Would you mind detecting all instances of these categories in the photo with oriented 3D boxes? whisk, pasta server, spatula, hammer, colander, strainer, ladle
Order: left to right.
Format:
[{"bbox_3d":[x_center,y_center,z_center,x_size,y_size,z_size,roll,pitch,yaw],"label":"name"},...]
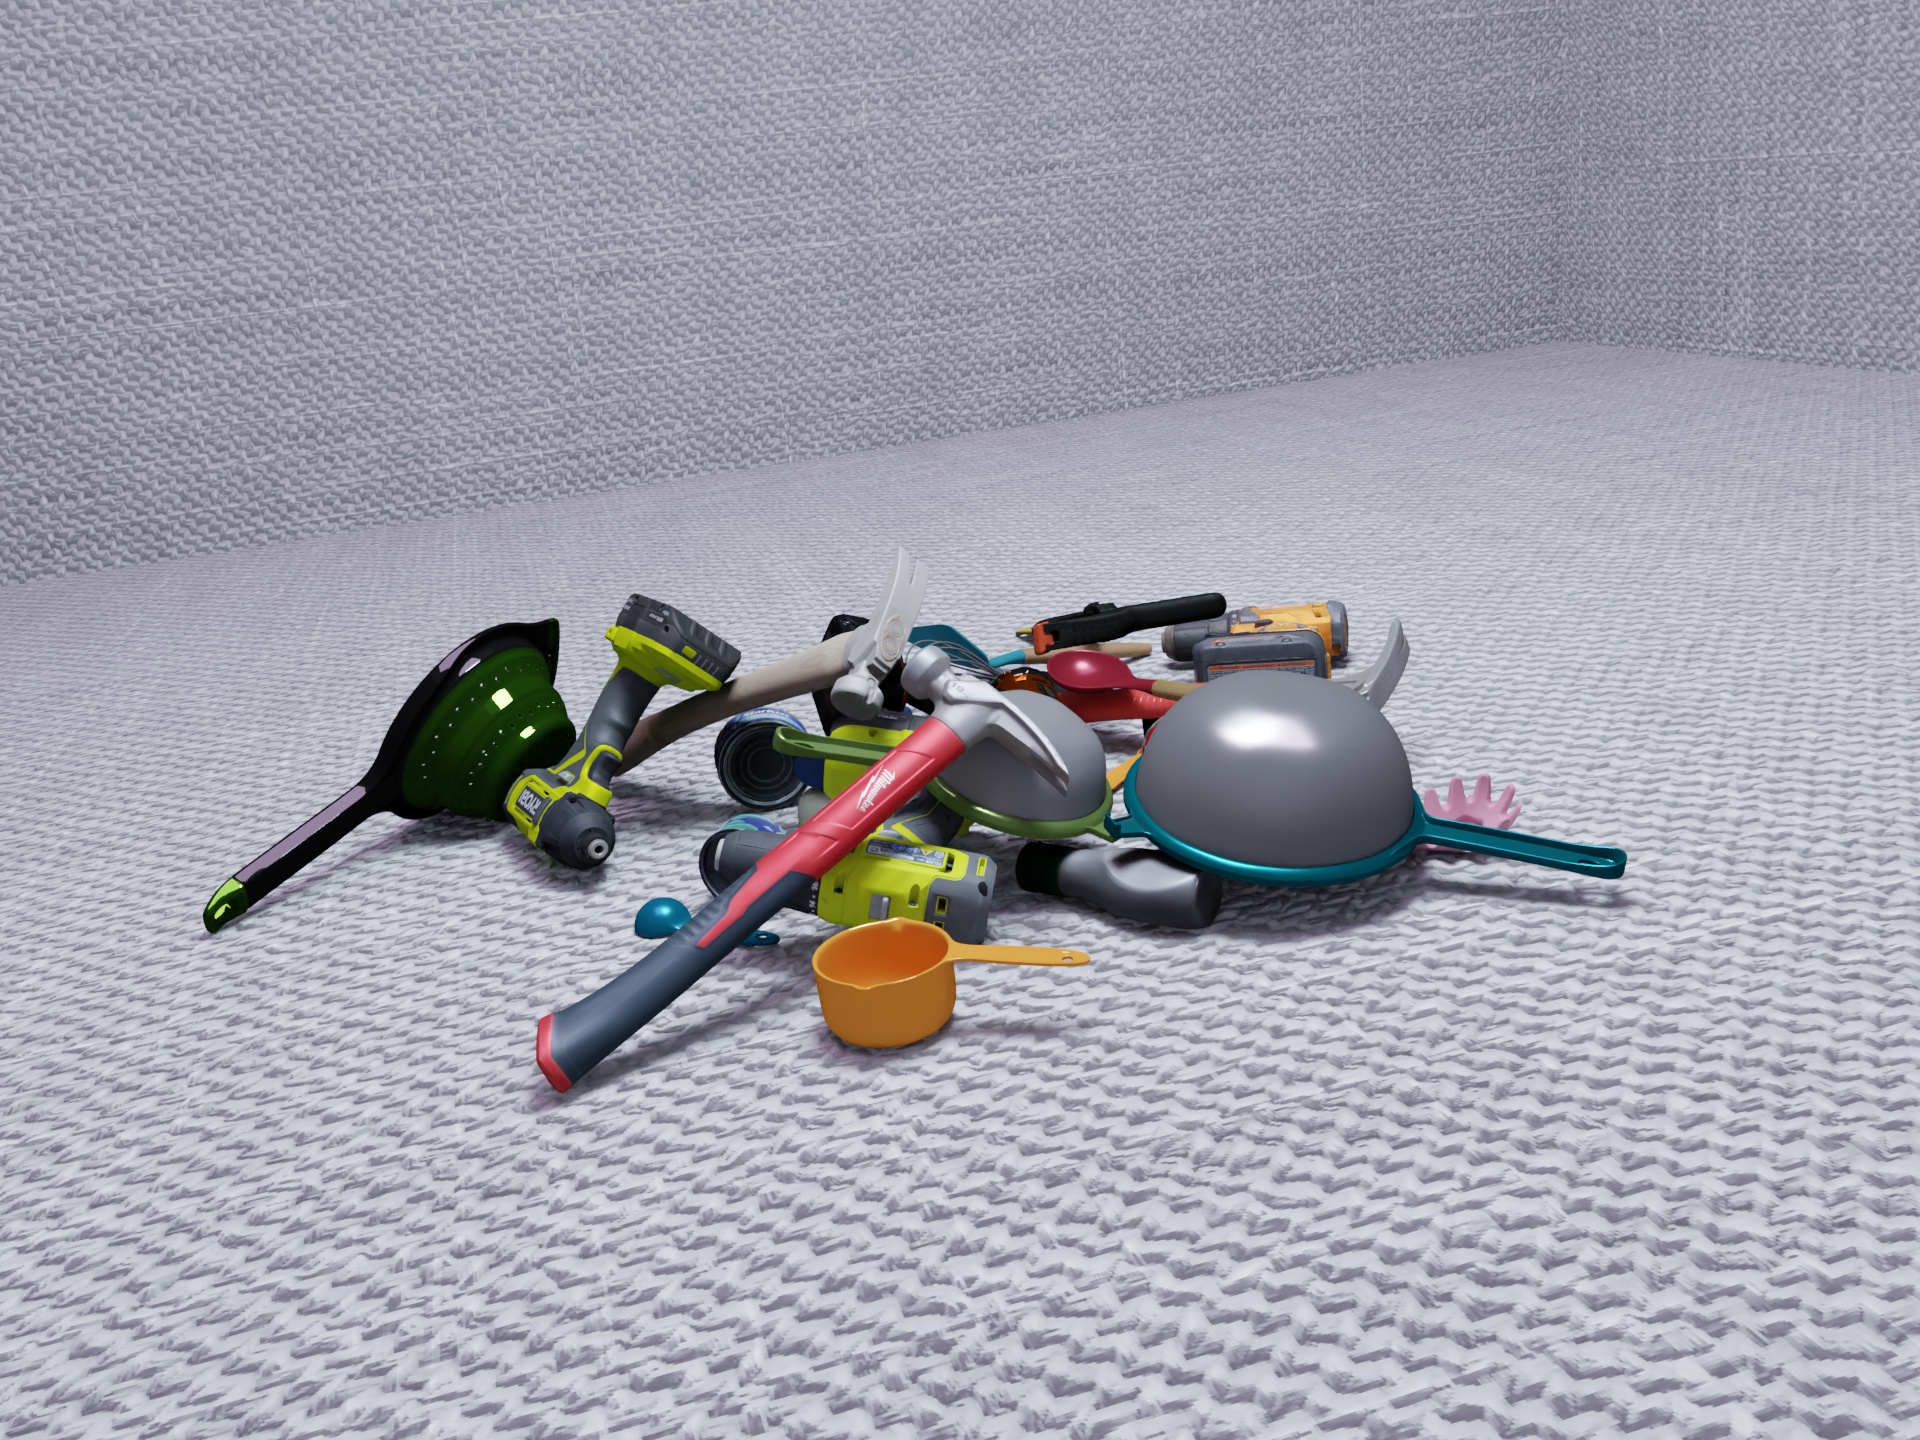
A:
[{"bbox_3d":[-0.454,0.067,1.360,0.094,0.204,0.397,35,51,12],"label":"colander"},{"bbox_3d":[-0.183,-0.027,1.332,0.410,0.038,0.146,-18,43,45],"label":"hammer"},{"bbox_3d":[-0.103,0.108,1.025,0.143,0.038,0.386,40,66,21],"label":"hammer"},{"bbox_3d":[-0.059,-0.009,1.479,0.144,0.035,0.405,0,14,19],"label":"hammer"},{"bbox_3d":[-0.004,0.011,1.144,0.256,0.069,0.152,8,29,-16],"label":"strainer"},{"bbox_3d":[0.035,-0.041,1.490,0.055,0.055,0.238,11,4,42],"label":"whisk"},{"bbox_3d":[0.079,-0.075,1.580,0.317,0.044,0.082,-5,0,-41],"label":"spatula"},{"bbox_3d":[0.183,-0.025,1.324,0.069,0.031,0.316,-24,21,-31],"label":"ladle"},{"bbox_3d":[0.204,-0.024,1.385,0.359,0.036,0.149,-4,33,40],"label":"hammer"},{"bbox_3d":[0.244,0.085,1.155,0.316,0.040,0.060,-6,36,5],"label":"pasta server"},{"bbox_3d":[0.279,0.033,1.086,0.340,0.095,0.211,11,30,22],"label":"strainer"}]

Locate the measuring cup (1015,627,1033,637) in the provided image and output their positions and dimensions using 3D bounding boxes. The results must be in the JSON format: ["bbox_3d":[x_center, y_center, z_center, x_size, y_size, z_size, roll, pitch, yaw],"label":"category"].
[{"bbox_3d":[0.093,-0.086,1.745,0.062,0.029,0.156,-12,8,-16],"label":"measuring cup"}]

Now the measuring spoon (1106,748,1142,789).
[{"bbox_3d":[0.135,0.049,1.346,0.021,0.011,0.117,10,28,37],"label":"measuring spoon"}]

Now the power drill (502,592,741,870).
[{"bbox_3d":[-0.281,0.014,1.315,0.080,0.223,0.171,35,-8,-32],"label":"power drill"}]

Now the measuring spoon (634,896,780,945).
[{"bbox_3d":[-0.184,0.144,1.150,0.129,0.021,0.042,4,21,31],"label":"measuring spoon"}]

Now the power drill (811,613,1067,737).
[{"bbox_3d":[-0.002,-0.004,1.331,0.226,0.084,0.164,15,24,-23],"label":"power drill"}]

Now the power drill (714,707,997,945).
[{"bbox_3d":[-0.064,0.075,1.162,0.190,0.080,0.229,10,26,3],"label":"power drill"}]

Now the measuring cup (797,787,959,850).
[{"bbox_3d":[-0.065,0.078,1.277,0.168,0.038,0.083,9,24,44],"label":"measuring cup"}]

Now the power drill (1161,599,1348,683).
[{"bbox_3d":[0.273,-0.064,1.525,0.185,0.084,0.226,-3,15,17],"label":"power drill"}]

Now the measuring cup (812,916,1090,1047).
[{"bbox_3d":[-0.005,0.166,0.985,0.173,0.052,0.095,-1,19,11],"label":"measuring cup"}]
